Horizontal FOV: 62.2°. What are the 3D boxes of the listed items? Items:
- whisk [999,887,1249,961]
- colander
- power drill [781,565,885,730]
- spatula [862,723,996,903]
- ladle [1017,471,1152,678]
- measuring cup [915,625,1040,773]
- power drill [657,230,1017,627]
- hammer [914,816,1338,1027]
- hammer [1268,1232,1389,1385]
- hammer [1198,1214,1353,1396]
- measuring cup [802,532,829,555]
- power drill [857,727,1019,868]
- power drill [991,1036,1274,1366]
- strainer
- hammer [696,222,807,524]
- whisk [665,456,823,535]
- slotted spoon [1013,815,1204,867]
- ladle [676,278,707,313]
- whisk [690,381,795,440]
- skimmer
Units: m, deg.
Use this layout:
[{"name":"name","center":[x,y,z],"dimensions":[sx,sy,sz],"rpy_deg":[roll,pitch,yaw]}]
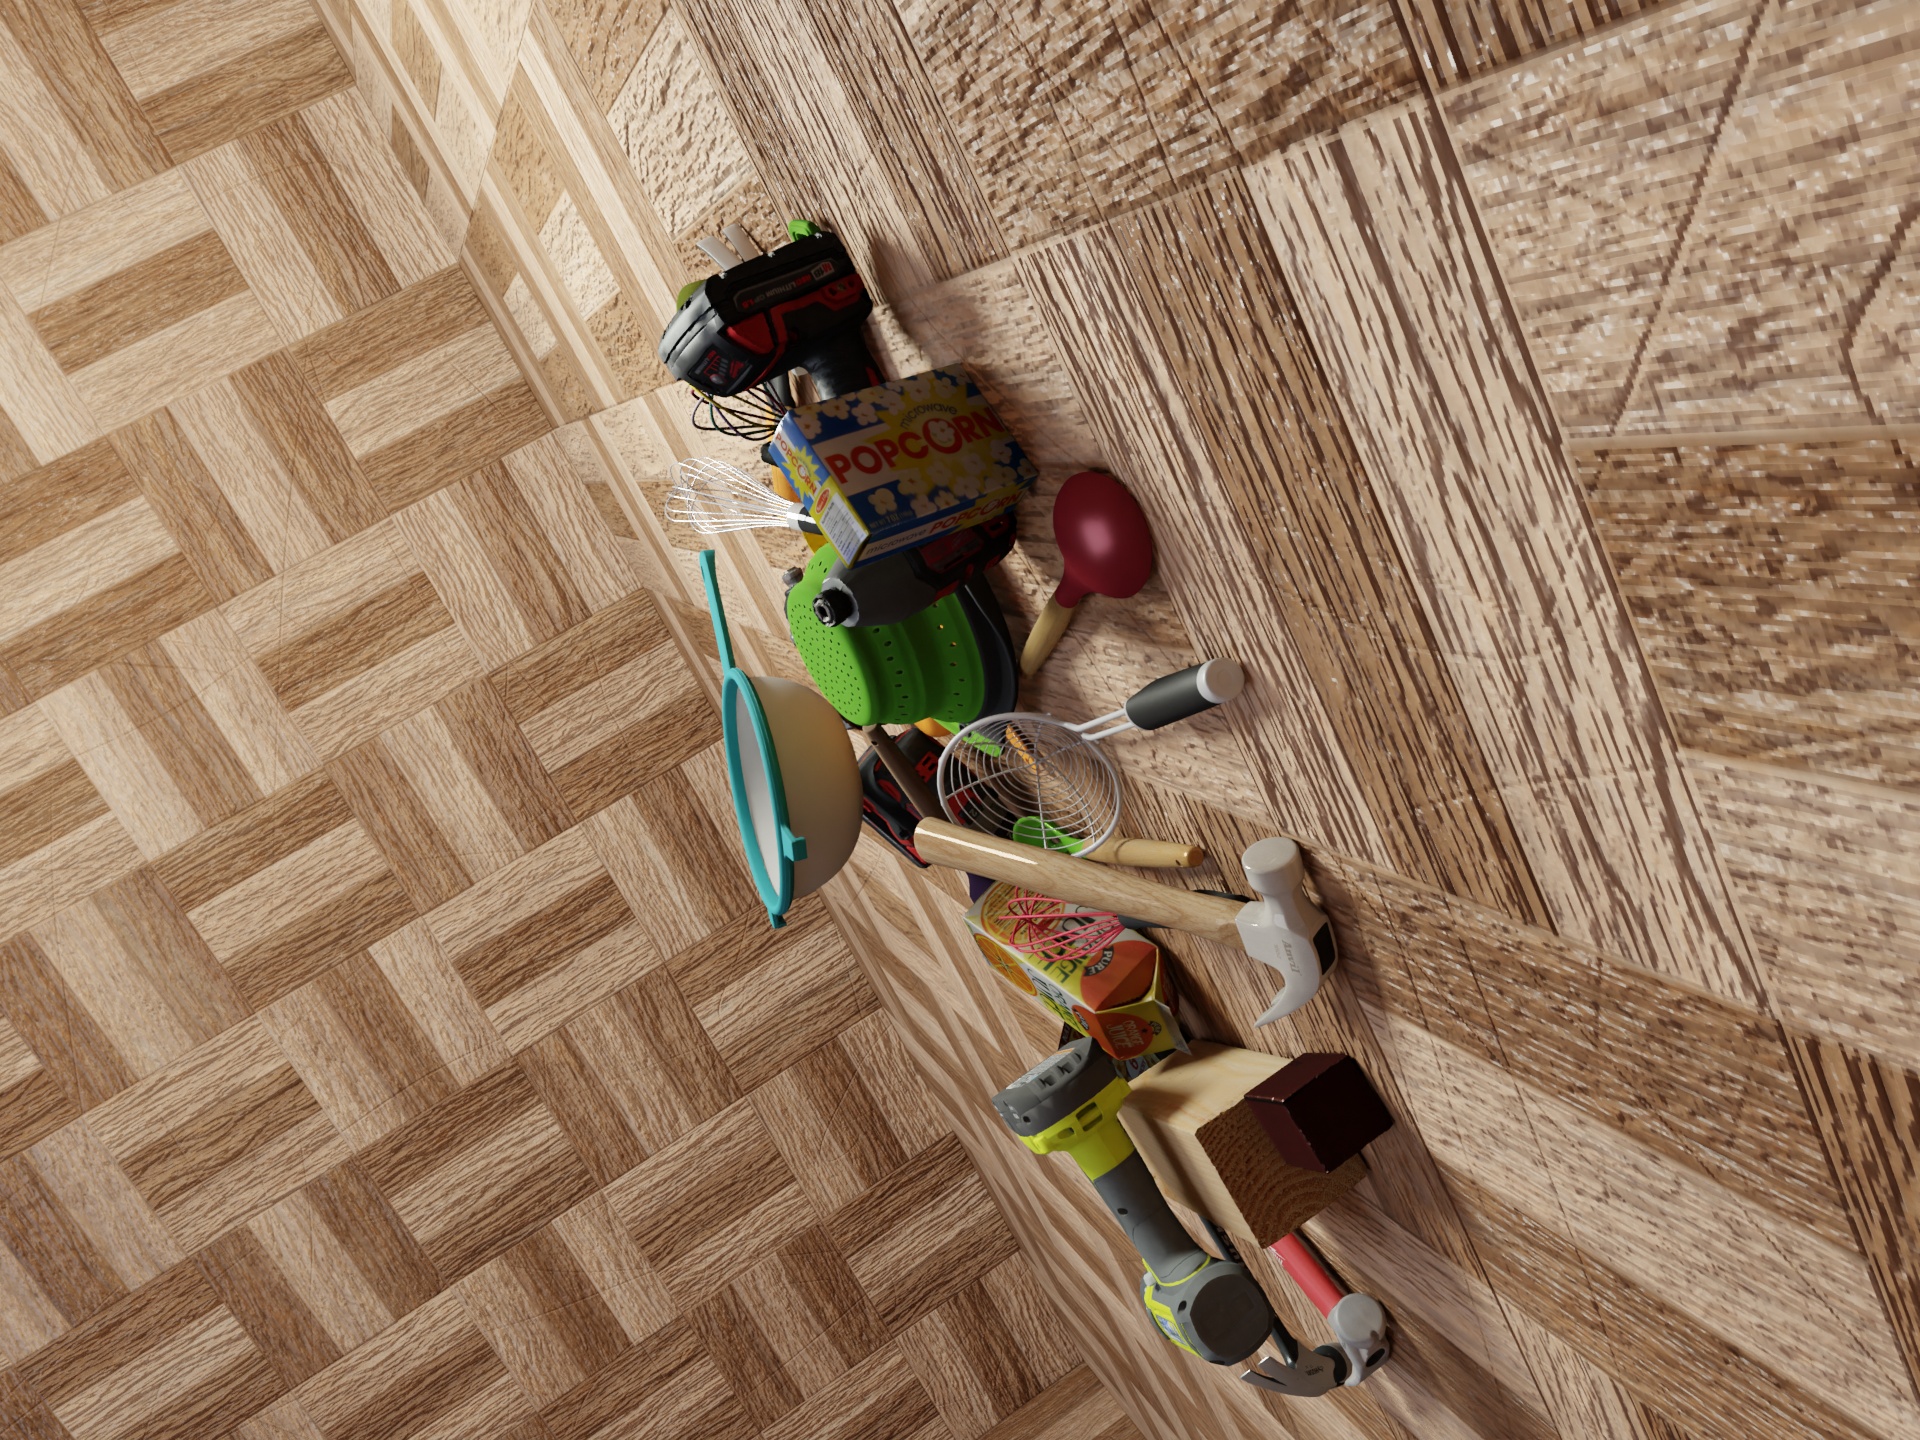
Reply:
[{"name":"whisk","center":[0.107,0.130,1.081],"dimensions":[0.073,0.073,0.296],"rpy_deg":[60,155,-6]},{"name":"colander","center":[-0.076,-0.130,1.073],"dimensions":[0.205,0.094,0.396],"rpy_deg":[31,144,51]},{"name":"power drill","center":[-0.107,-0.070,1.437],"dimensions":[0.164,0.084,0.226],"rpy_deg":[61,171,-7]},{"name":"spatula","center":[0.000,0.100,1.266],"dimensions":[0.060,0.018,0.315],"rpy_deg":[-2,141,30]},{"name":"ladle","center":[0.059,-0.068,0.942],"dimensions":[0.069,0.031,0.315],"rpy_deg":[56,168,7]},{"name":"measuring cup","center":[-0.002,-0.004,1.245],"dimensions":[0.174,0.052,0.095],"rpy_deg":[51,165,37]},{"name":"power drill","center":[-0.073,-0.161,0.934],"dimensions":[0.219,0.143,0.078],"rpy_deg":[57,146,-4]},{"name":"hammer","center":[0.088,0.105,0.985],"dimensions":[0.331,0.031,0.130],"rpy_deg":[10,132,48]},{"name":"hammer","center":[0.216,0.377,1.334],"dimensions":[0.387,0.038,0.143],"rpy_deg":[49,165,36]},{"name":"hammer","center":[0.190,0.398,1.388],"dimensions":[0.149,0.036,0.409],"rpy_deg":[20,-149,-53]},{"name":"measuring cup","center":[-0.077,-0.141,1.303],"dimensions":[0.157,0.029,0.062],"rpy_deg":[26,145,46]},{"name":"power drill","center":[-0.009,0.086,1.390],"dimensions":[0.188,0.080,0.227],"rpy_deg":[41,169,-10]},{"name":"power drill","center":[0.120,0.346,1.139],"dimensions":[0.228,0.080,0.190],"rpy_deg":[55,167,8]},{"name":"strainer","center":[-0.151,-0.004,1.372],"dimensions":[0.211,0.095,0.341],"rpy_deg":[114,144,-63]},{"name":"hammer","center":[-0.148,-0.250,1.275],"dimensions":[0.127,0.034,0.336],"rpy_deg":[54,166,15]},{"name":"whisk","center":[-0.151,-0.170,1.300],"dimensions":[0.285,0.070,0.070],"rpy_deg":[19,142,43]},{"name":"slotted spoon","center":[0.104,0.094,1.134],"dimensions":[0.070,0.031,0.314],"rpy_deg":[50,166,-8]},{"name":"ladle","center":[-0.199,-0.284,1.187],"dimensions":[0.078,0.062,0.320],"rpy_deg":[55,170,-19]},{"name":"whisk","center":[-0.129,-0.211,1.091],"dimensions":[0.245,0.047,0.051],"rpy_deg":[-16,-67,-76]},{"name":"skimmer","center":[0.076,0.029,0.950],"dimensions":[0.127,0.090,0.363],"rpy_deg":[31,167,-7]}]
